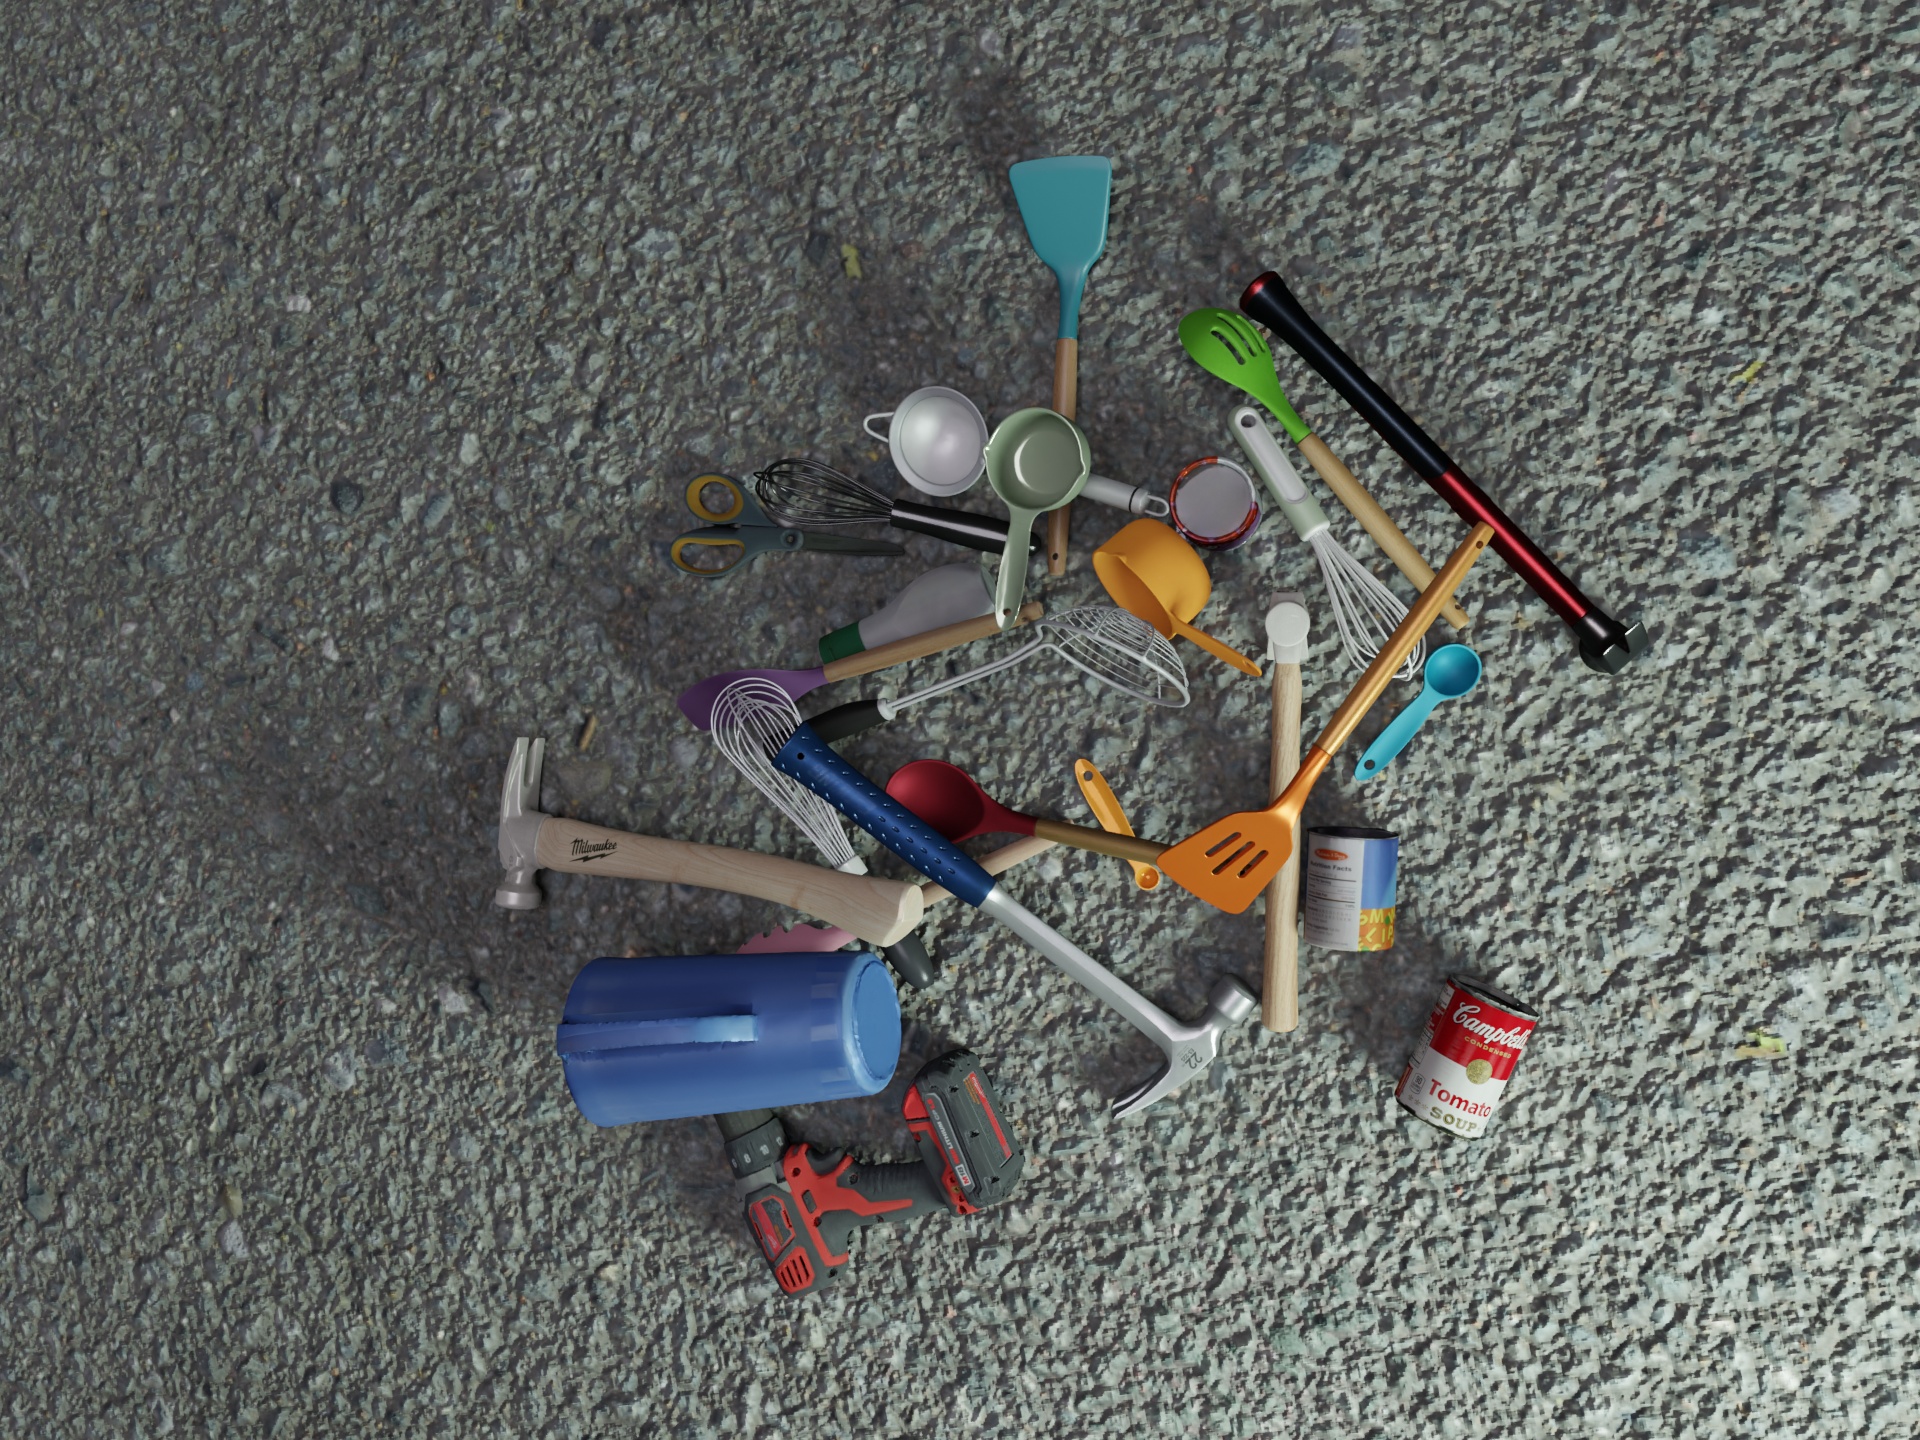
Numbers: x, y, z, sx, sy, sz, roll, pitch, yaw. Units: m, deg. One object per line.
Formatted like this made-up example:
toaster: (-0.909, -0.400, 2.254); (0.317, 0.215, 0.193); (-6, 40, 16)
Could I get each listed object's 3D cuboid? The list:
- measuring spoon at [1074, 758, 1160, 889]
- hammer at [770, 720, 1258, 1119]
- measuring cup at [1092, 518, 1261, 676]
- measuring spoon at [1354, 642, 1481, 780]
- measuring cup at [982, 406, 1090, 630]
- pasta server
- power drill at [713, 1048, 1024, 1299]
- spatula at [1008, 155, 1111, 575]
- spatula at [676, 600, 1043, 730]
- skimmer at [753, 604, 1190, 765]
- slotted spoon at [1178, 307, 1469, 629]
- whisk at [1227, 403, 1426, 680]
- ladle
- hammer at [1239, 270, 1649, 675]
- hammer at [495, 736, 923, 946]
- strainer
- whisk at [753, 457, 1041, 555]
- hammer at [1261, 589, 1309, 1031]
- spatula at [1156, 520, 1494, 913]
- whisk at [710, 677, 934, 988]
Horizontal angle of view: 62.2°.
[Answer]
measuring spoon: (0.123, 0.081, 1.249); (0.021, 0.011, 0.117); (-32, 79, 13)
hammer: (0.025, 0.144, 1.215); (0.405, 0.035, 0.144); (37, 100, -2)
measuring cup: (0.173, -0.089, 1.173); (0.052, 0.095, 0.174); (-43, 51, -11)
measuring spoon: (0.337, -0.007, 1.191); (0.042, 0.021, 0.128); (34, 108, -11)
measuring cup: (0.052, -0.150, 1.194); (0.083, 0.038, 0.167); (15, 103, 21)
pasta server: (-0.049, 0.151, 1.285); (0.316, 0.040, 0.060); (-26, 84, 9)
power drill: (-0.085, 0.338, 1.270); (0.226, 0.080, 0.188); (-27, 83, 16)
spatula: (0.077, -0.273, 1.240); (0.082, 0.044, 0.317); (3, 92, 20)
spatula: (-0.084, -0.045, 1.255); (0.316, 0.059, 0.018); (-15, 47, 18)
skimmer: (-0.002, -0.004, 1.236); (0.363, 0.127, 0.090); (-20, 60, 20)
slotted spoon: (0.276, -0.193, 1.191); (0.314, 0.070, 0.031); (51, 146, 4)
whisk: (0.270, -0.135, 1.190); (0.058, 0.059, 0.246); (-29, 78, -4)
ladle: (0.082, 0.086, 1.216); (0.315, 0.031, 0.069); (11, 96, 28)
hammer: (0.338, -0.183, 1.134); (0.038, 0.143, 0.386); (-44, 76, 14)
hammer: (-0.210, 0.105, 1.265); (0.411, 0.038, 0.146); (6, 92, 30)
strainer: (0.045, -0.199, 1.232); (0.258, 0.050, 0.086); (22, 116, 23)
whisk: (-0.052, -0.166, 1.267); (0.239, 0.055, 0.055); (14, 94, 7)
hammer: (0.239, 0.068, 1.176); (0.031, 0.130, 0.331); (1, 101, 12)
spatula: (0.260, -0.002, 1.096); (0.081, 0.041, 0.322); (33, 97, -18)
whisk: (-0.105, 0.091, 1.251); (0.070, 0.070, 0.284); (-34, 89, 12)
